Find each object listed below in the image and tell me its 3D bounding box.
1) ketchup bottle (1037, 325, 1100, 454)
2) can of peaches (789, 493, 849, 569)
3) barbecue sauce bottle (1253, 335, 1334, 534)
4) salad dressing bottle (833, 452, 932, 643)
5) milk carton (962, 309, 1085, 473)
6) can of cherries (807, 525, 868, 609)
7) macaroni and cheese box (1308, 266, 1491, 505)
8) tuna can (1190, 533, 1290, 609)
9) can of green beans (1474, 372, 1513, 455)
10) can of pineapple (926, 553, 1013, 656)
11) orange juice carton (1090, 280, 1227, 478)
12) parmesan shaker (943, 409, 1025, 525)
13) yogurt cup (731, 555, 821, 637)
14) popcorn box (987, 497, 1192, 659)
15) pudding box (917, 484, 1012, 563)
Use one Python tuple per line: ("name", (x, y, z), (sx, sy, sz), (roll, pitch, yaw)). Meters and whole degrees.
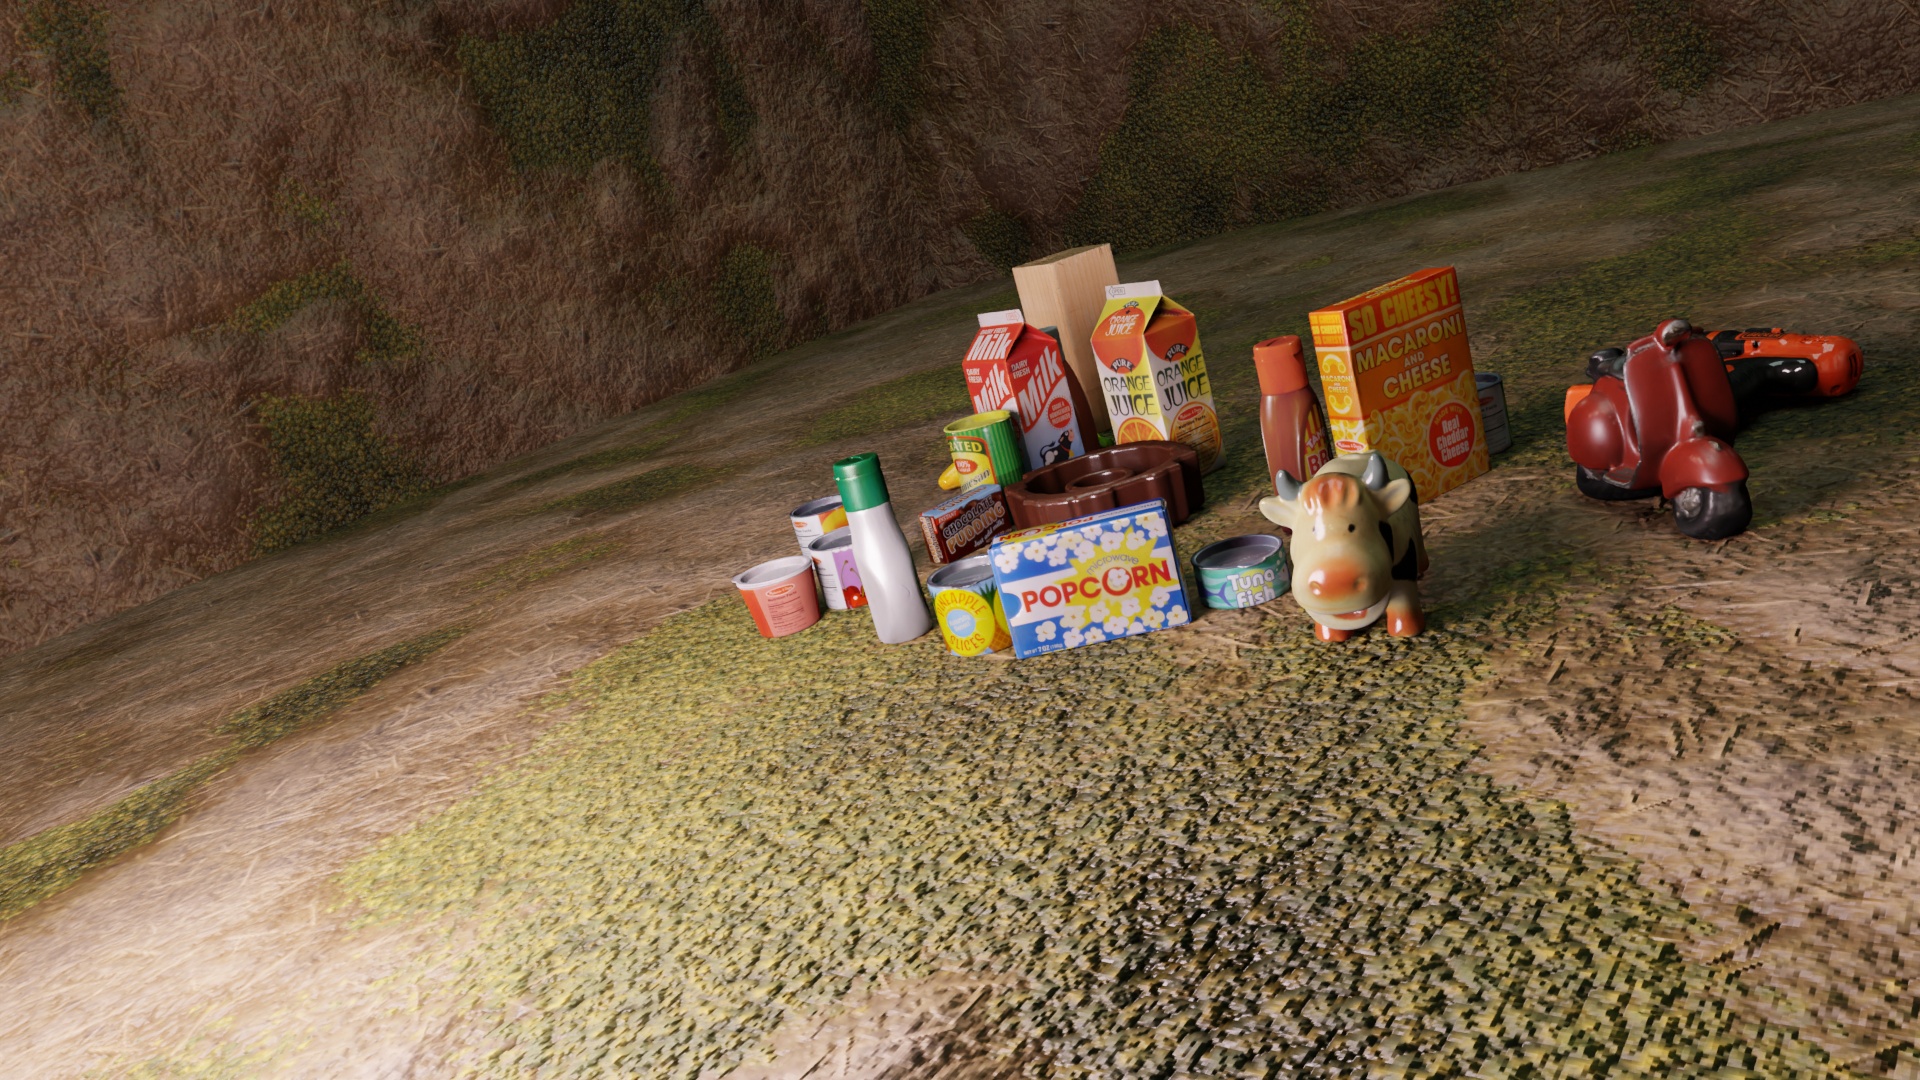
("ketchup bottle", (0.105, -0.155, 1.498), (0.064, 0.148, 0.044), (-5, 18, 37))
("can of peaches", (-0.128, -0.010, 1.384), (0.071, 0.058, 0.071), (-15, 15, 4))
("barbecue sauce bottle", (0.260, -0.083, 1.079), (0.043, 0.148, 0.065), (-3, 19, 41))
("salad dressing bottle", (-0.062, 0.006, 1.087), (0.044, 0.147, 0.064), (-20, 15, -14))
("milk carton", (0.062, -0.138, 1.399), (0.074, 0.190, 0.072), (-25, 17, -33))
("can of cherries", (-0.093, 0.022, 1.234), (0.071, 0.058, 0.072), (-15, 15, 4))
("macaroni and cheese box", (0.340, -0.114, 1.073), (0.124, 0.166, 0.040), (-23, 16, -25))
("tuna can", (0.199, 0.022, 0.983), (0.071, 0.032, 0.071), (-15, 15, 4))
("can of green beans", (0.423, -0.103, 1.162), (0.071, 0.057, 0.071), (-15, 15, 4))
("can of pineapple", (0.013, 0.048, 1.030), (0.071, 0.057, 0.071), (-15, 15, 4))
("orange juice carton", (0.184, -0.150, 1.314), (0.073, 0.192, 0.072), (-25, 17, -33))
("parmesan shaker", (0.031, -0.068, 1.346), (0.071, 0.102, 0.071), (-15, 15, 4))
("yogurt cup", (-0.154, 0.049, 1.204), (0.072, 0.053, 0.072), (-15, 15, 4))
("popcorn box", (0.092, 0.027, 0.975), (0.127, 0.085, 0.038), (-13, 15, 10))
("pudding box", (0.005, -0.016, 1.288), (0.084, 0.049, 0.030), (-26, 18, -34))
